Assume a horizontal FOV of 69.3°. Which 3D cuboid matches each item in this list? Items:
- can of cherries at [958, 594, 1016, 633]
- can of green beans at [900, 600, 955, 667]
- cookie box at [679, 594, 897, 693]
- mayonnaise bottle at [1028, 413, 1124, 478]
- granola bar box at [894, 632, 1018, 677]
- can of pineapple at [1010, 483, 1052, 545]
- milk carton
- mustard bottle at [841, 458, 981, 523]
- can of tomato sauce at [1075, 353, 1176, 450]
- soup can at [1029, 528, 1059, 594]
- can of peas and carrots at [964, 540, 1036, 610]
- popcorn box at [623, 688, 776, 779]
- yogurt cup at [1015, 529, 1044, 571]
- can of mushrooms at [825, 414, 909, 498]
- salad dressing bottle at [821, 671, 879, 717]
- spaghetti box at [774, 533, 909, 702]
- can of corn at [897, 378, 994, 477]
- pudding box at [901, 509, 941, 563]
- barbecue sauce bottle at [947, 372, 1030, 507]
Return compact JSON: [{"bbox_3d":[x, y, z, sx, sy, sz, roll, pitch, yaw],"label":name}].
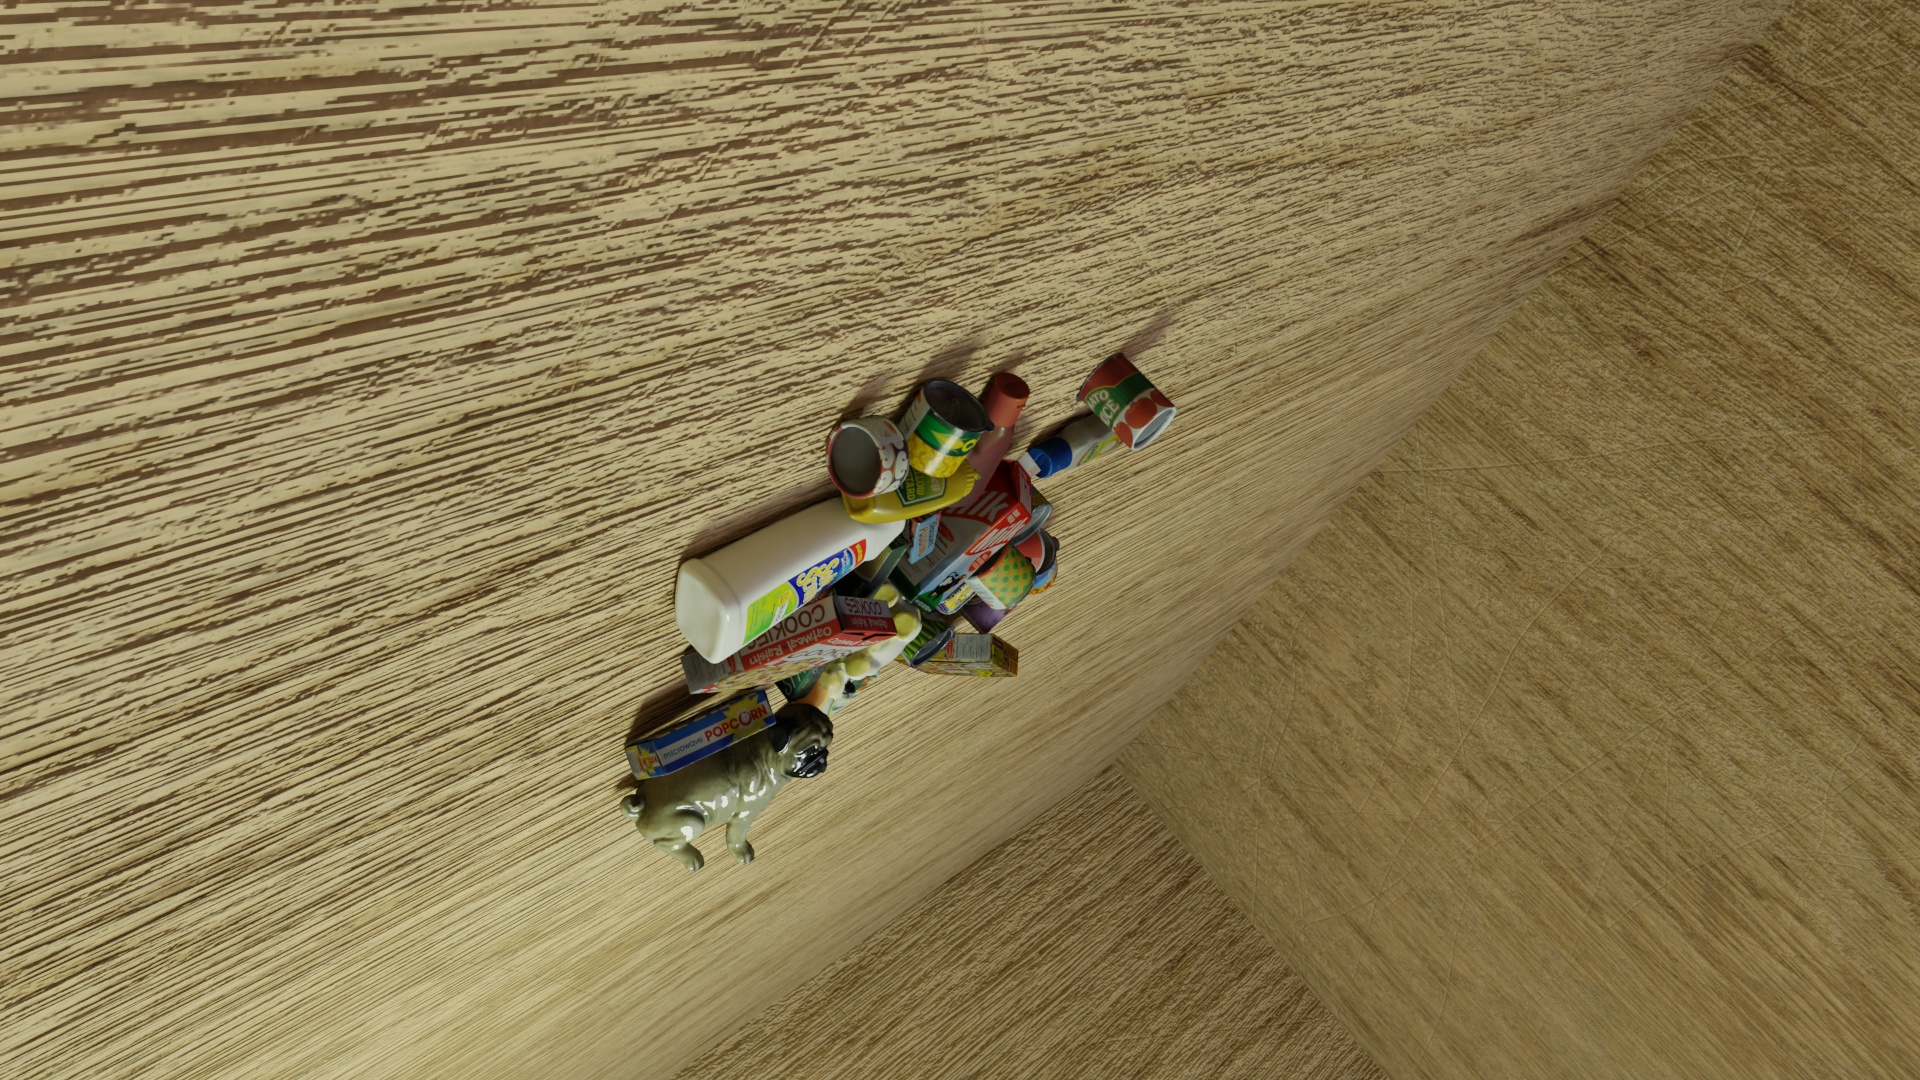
[{"bbox_3d":[0.026,0.074,1.710,0.058,0.071,0.071,-42,163,1],"label":"can of cherries"},{"bbox_3d":[-0.051,0.106,1.630,0.071,0.058,0.071,-37,162,-14],"label":"can of green beans"},{"bbox_3d":[-0.159,0.100,1.310,0.167,0.040,0.123,-22,168,18],"label":"cookie box"},{"bbox_3d":[0.134,-0.108,1.542,0.149,0.041,0.064,-27,159,-41],"label":"mayonnaise bottle"},{"bbox_3d":[-0.003,0.143,1.734,0.124,0.039,0.165,1,169,14],"label":"granola bar box"},{"bbox_3d":[0.059,-0.037,1.523,0.071,0.058,0.070,-38,162,-14],"label":"can of pineapple"},{"bbox_3d":[0.005,-0.018,1.428,0.190,0.073,0.072,-43,161,1],"label":"milk carton"},{"bbox_3d":[-0.035,-0.054,1.241,0.161,0.065,0.048,-12,178,-45],"label":"mustard bottle"},{"bbox_3d":[0.176,-0.145,1.474,0.071,0.083,0.071,-38,162,-14],"label":"can of tomato sauce"},{"bbox_3d":[0.090,0.025,1.719,0.071,0.071,0.083,-40,163,-7],"label":"soup can"},{"bbox_3d":[0.039,0.030,1.483,0.071,0.071,0.058,-42,125,2],"label":"can of peas and carrots"},{"bbox_3d":[-0.255,0.190,1.360,0.127,0.038,0.085,-23,180,-34],"label":"popcorn box"},{"bbox_3d":[0.057,0.012,1.632,0.054,0.072,0.072,-4,140,-50],"label":"yogurt cup"},{"bbox_3d":[-0.078,-0.066,1.144,0.033,0.071,0.070,-18,150,-51],"label":"can of mushrooms"},{"bbox_3d":[-0.162,0.186,1.607,0.147,0.044,0.064,-42,164,1],"label":"salad dressing bottle"},{"bbox_3d":[-0.128,0.070,1.394,0.029,0.050,0.248,-18,151,-48],"label":"spaghetti box"},{"bbox_3d":[-0.015,-0.096,1.203,0.071,0.071,0.058,-18,152,-52],"label":"can of corn"},{"bbox_3d":[-0.047,-0.019,1.353,0.030,0.050,0.083,-33,161,-23],"label":"pudding box"},{"bbox_3d":[0.021,-0.096,1.328,0.065,0.044,0.147,-22,153,-41],"label":"barbecue sauce bottle"}]
